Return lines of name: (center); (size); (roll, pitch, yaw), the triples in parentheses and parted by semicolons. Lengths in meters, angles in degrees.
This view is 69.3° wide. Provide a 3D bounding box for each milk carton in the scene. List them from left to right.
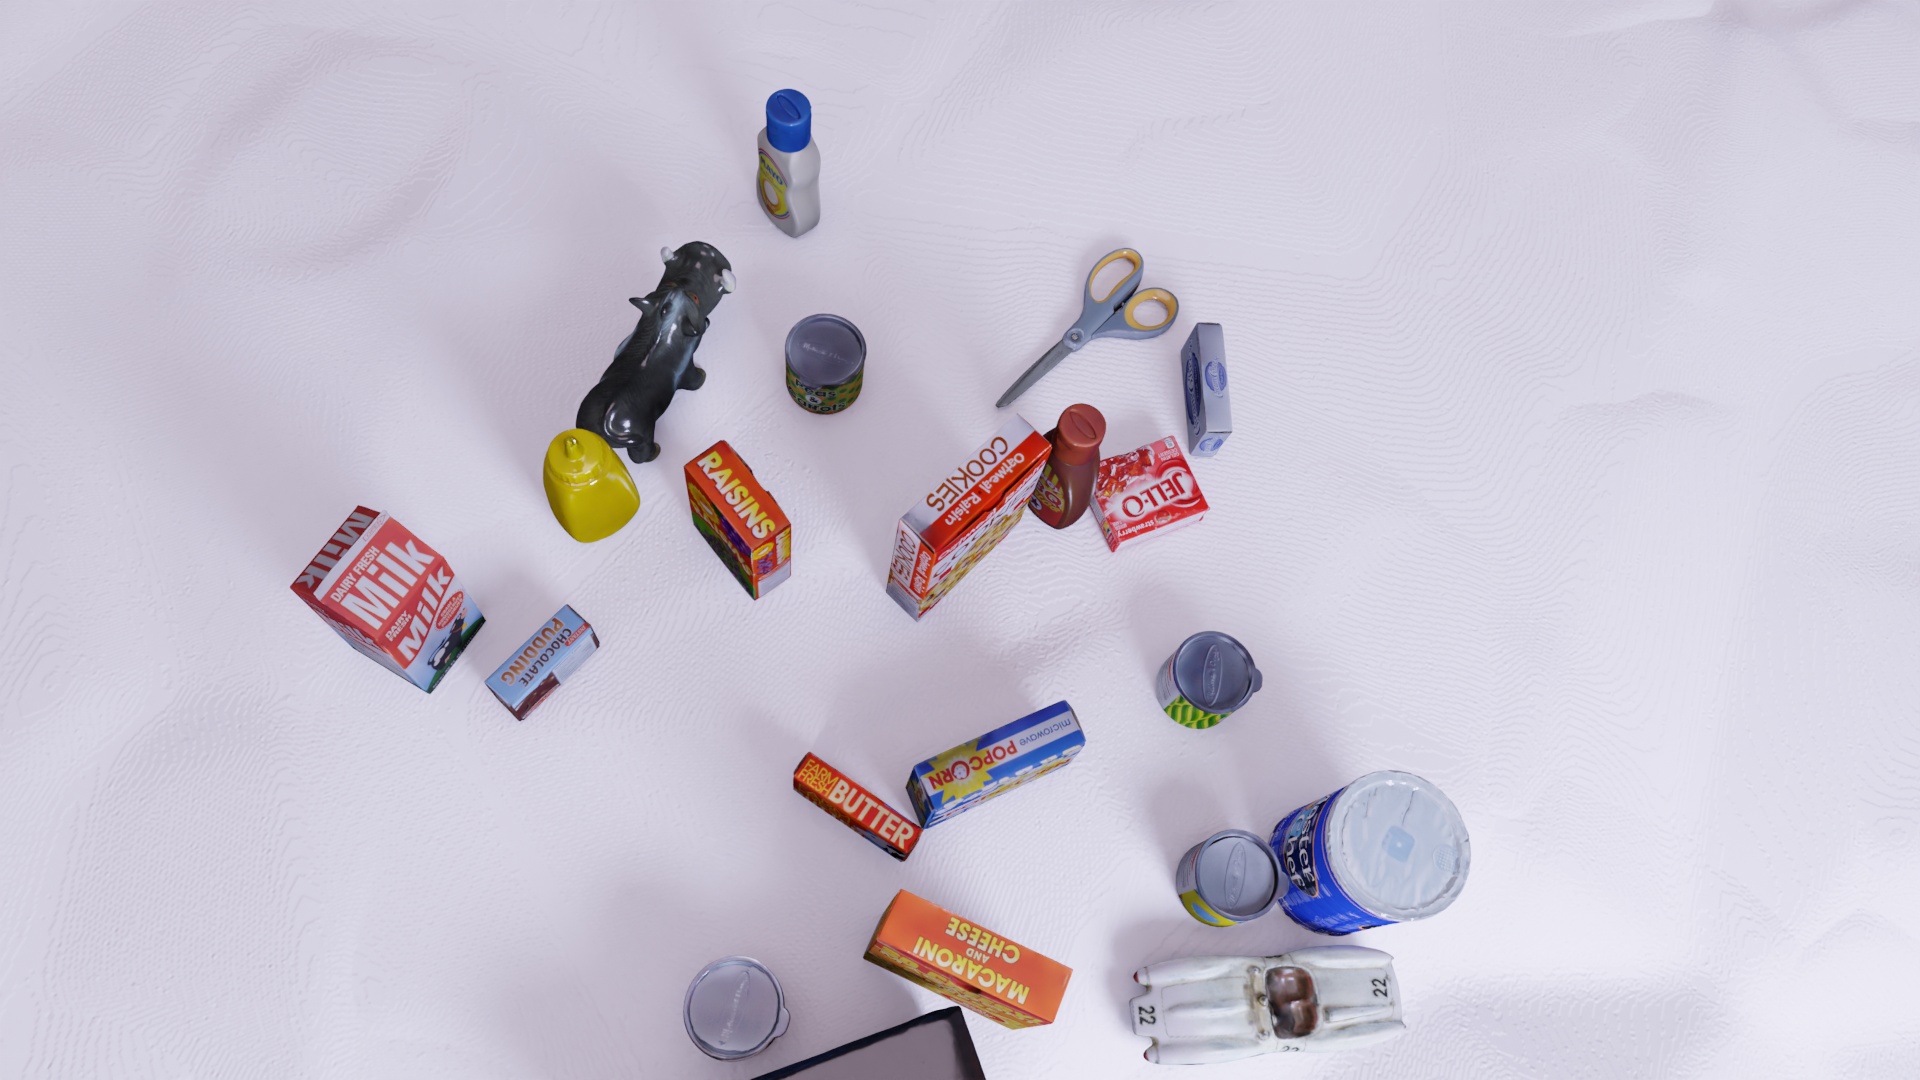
milk carton: (-0.402, 0.039, 0.975); (0.073, 0.189, 0.072); (30, 69, 5)

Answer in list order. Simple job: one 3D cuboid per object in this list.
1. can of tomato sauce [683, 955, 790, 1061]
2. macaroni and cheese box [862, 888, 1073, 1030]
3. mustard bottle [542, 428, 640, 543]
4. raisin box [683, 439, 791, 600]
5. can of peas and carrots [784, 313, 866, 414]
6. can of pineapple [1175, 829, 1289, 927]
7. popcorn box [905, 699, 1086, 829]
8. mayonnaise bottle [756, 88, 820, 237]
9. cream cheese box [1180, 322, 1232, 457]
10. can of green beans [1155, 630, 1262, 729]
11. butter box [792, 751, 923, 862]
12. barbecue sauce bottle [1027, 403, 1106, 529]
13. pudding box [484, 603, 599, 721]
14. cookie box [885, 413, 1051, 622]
can of tomato sauce: (-0.152, 0.323, 0.956); (0.071, 0.082, 0.071); (2, 70, -6)
macaroni and cheese box: (0.000, 0.288, 0.943); (0.124, 0.166, 0.040); (25, 69, 3)
mustard bottle: (-0.280, -0.048, 1.039); (0.065, 0.159, 0.049); (-34, 77, -17)
raisin box: (-0.168, -0.013, 1.059); (0.040, 0.123, 0.086); (-36, 78, -17)
can of peas and carrots: (-0.113, -0.143, 1.149); (0.071, 0.058, 0.071); (2, 69, -6)
can of pineapple: (0.201, 0.254, 1.039); (0.071, 0.057, 0.071); (2, 69, -6)
popcorn box: (0.025, 0.168, 1.035); (0.127, 0.085, 0.038); (-22, 74, -14)
mayonnaise bottle: (-0.144, -0.318, 1.164); (0.041, 0.147, 0.065); (-36, 78, -17)
cream cheese box: (0.210, -0.128, 1.186); (0.024, 0.053, 0.104); (1, 70, -6)
can of green beans: (0.192, 0.111, 1.092); (0.071, 0.057, 0.071); (2, 69, -6)
butter box: (-0.077, 0.198, 1.028); (0.103, 0.053, 0.024); (33, 70, 6)
barbecue sauce bottle: (0.083, -0.061, 1.094); (0.044, 0.148, 0.065); (-35, 77, -17)
pudding box: (-0.312, 0.092, 1.041); (0.030, 0.049, 0.084); (40, 70, 8)
cookie box: (0.004, -0.013, 1.057); (0.040, 0.166, 0.123); (43, 71, 9)
